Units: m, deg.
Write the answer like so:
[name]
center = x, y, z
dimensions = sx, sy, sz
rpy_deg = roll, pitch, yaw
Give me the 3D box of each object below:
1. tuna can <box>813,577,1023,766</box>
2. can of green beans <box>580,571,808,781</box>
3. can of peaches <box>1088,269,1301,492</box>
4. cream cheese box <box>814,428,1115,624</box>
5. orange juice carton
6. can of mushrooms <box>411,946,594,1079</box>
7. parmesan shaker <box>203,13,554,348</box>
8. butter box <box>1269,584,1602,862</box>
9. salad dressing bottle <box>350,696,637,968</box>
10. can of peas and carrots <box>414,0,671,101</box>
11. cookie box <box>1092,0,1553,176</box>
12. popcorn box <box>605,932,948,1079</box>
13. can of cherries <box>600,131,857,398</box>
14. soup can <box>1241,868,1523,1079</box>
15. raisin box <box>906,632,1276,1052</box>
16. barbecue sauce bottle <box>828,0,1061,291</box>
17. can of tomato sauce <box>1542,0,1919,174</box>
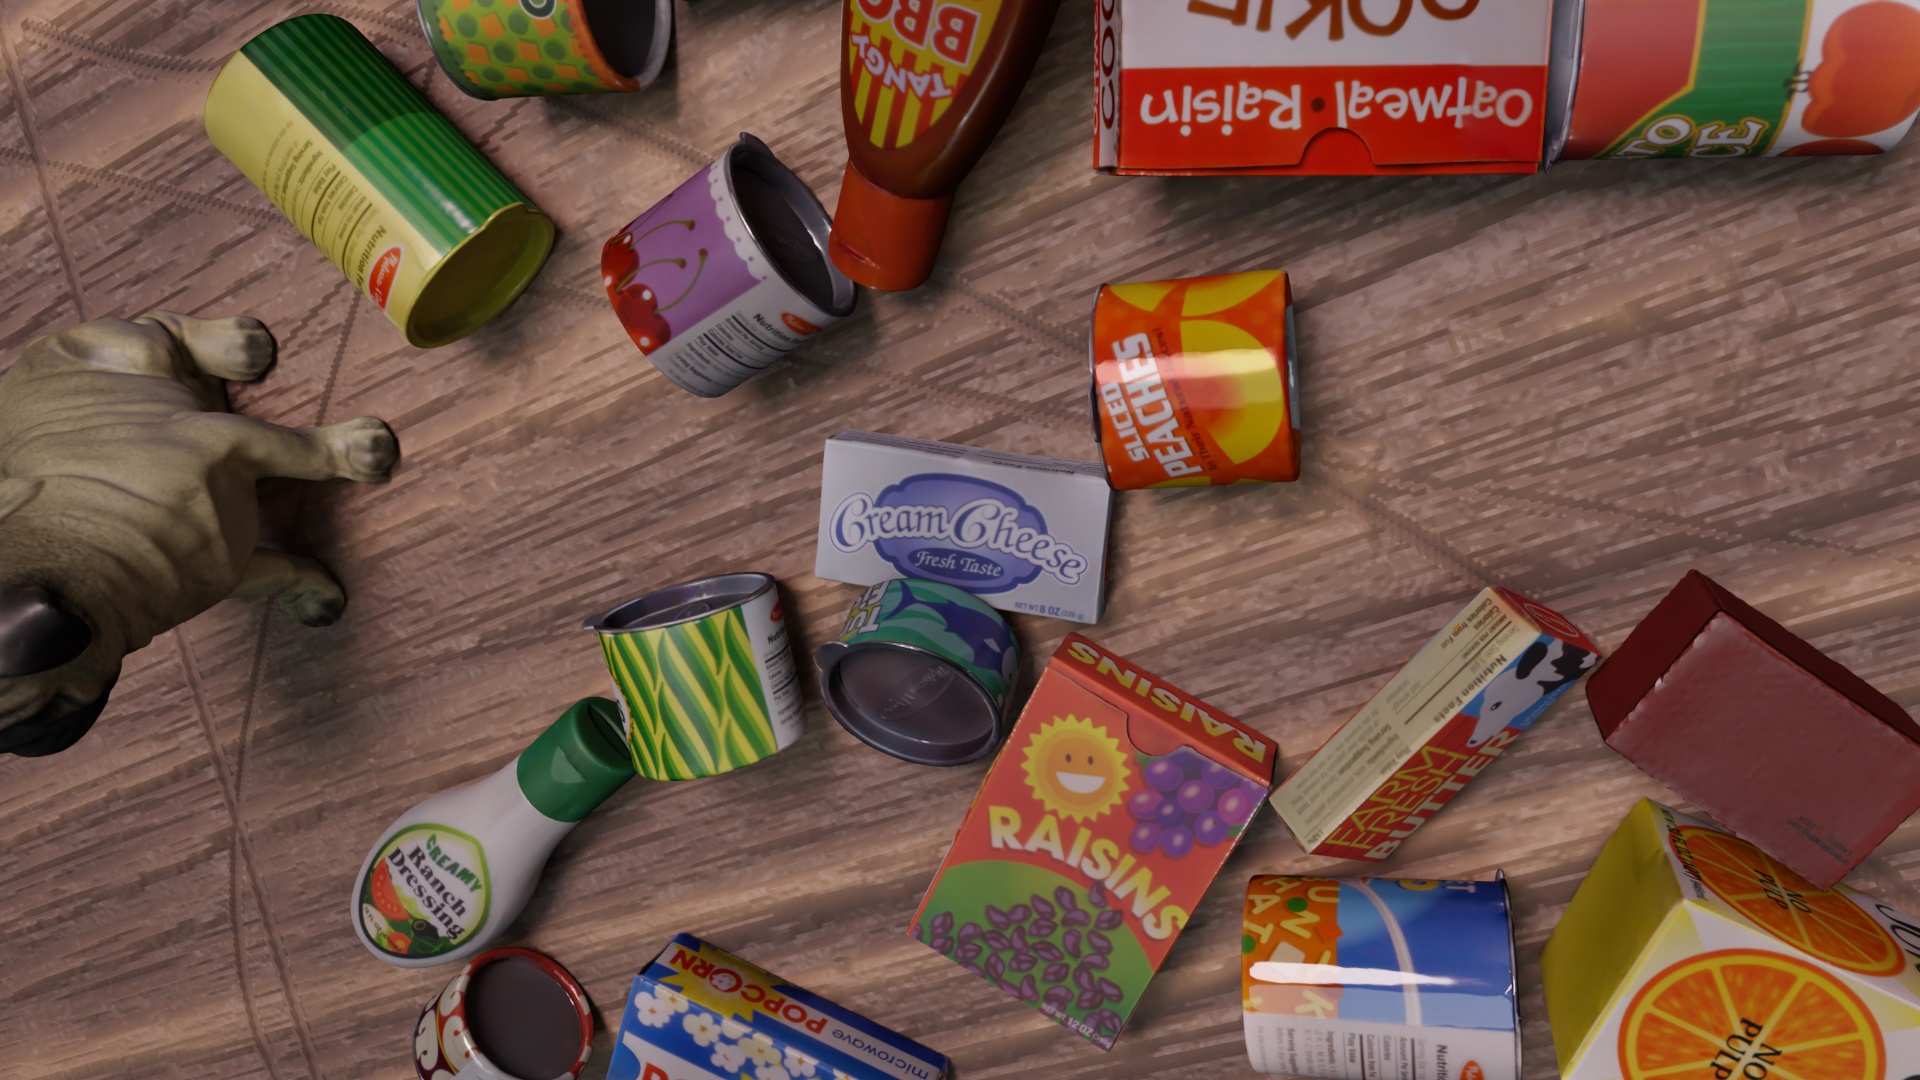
[tuna can]
center = -0.015, 0.045, 0.486
dimensions = 0.071, 0.033, 0.070
rpy_deg = 12, 137, 11
[can of green beans]
center = -0.094, 0.048, 0.507
dimensions = 0.071, 0.071, 0.057
rpy_deg = -9, 102, 18
[can of peaches]
center = 0.074, -0.048, 0.430
dimensions = 0.058, 0.071, 0.071
rpy_deg = -2, 103, 16
[cream cheese box]
center = 0.002, -0.006, 0.487
dimensions = 0.104, 0.024, 0.053
rpy_deg = 9, 105, 14
[orange juice carton]
center = 0.286, 0.161, 0.419
dimensions = 0.193, 0.072, 0.072
rpy_deg = 24, 110, 10
[can of mushrooms]
center = -0.188, 0.203, 0.576
dimensions = 0.071, 0.071, 0.033
rpy_deg = 47, 112, 1
[parmesan shaker]
center = -0.204, -0.129, 0.494
dimensions = 0.103, 0.071, 0.071
rpy_deg = 45, 111, 2
[butter box]
center = 0.150, 0.061, 0.444
dimensions = 0.103, 0.053, 0.024
rpy_deg = -51, 48, 21
[salad dressing bottle]
center = -0.187, 0.118, 0.564
dimensions = 0.147, 0.044, 0.064
rpy_deg = -40, 88, 21
[can of peas and carrots]
center = -0.137, -0.182, 0.459
dimensions = 0.059, 0.071, 0.070
rpy_deg = 2, 105, 15
[cookie box]
center = 0.100, -0.186, 0.383
dimensions = 0.123, 0.040, 0.167
rpy_deg = -2, 104, -4
[popcorn box]
center = -0.077, 0.226, 0.562
dimensions = 0.127, 0.038, 0.085
rpy_deg = 22, 110, 10
[can of cherries]
center = -0.078, -0.092, 0.468
dimensions = 0.058, 0.072, 0.071
rpy_deg = -30, 94, 22
[soup can]
center = 0.140, 0.143, 0.464
dimensions = 0.084, 0.071, 0.071
rpy_deg = -2, 103, 18
[raisin box]
center = 0.046, 0.107, 0.495
dimensions = 0.086, 0.040, 0.123
rpy_deg = 29, 109, 9
[barbecue sauce bottle]
center = -0.009, -0.144, 0.419
dimensions = 0.065, 0.044, 0.147
rpy_deg = 35, 136, 15
[can of tomato sauce]
center = 0.205, -0.134, 0.372
dimensions = 0.083, 0.071, 0.071
rpy_deg = 3, 105, 15
